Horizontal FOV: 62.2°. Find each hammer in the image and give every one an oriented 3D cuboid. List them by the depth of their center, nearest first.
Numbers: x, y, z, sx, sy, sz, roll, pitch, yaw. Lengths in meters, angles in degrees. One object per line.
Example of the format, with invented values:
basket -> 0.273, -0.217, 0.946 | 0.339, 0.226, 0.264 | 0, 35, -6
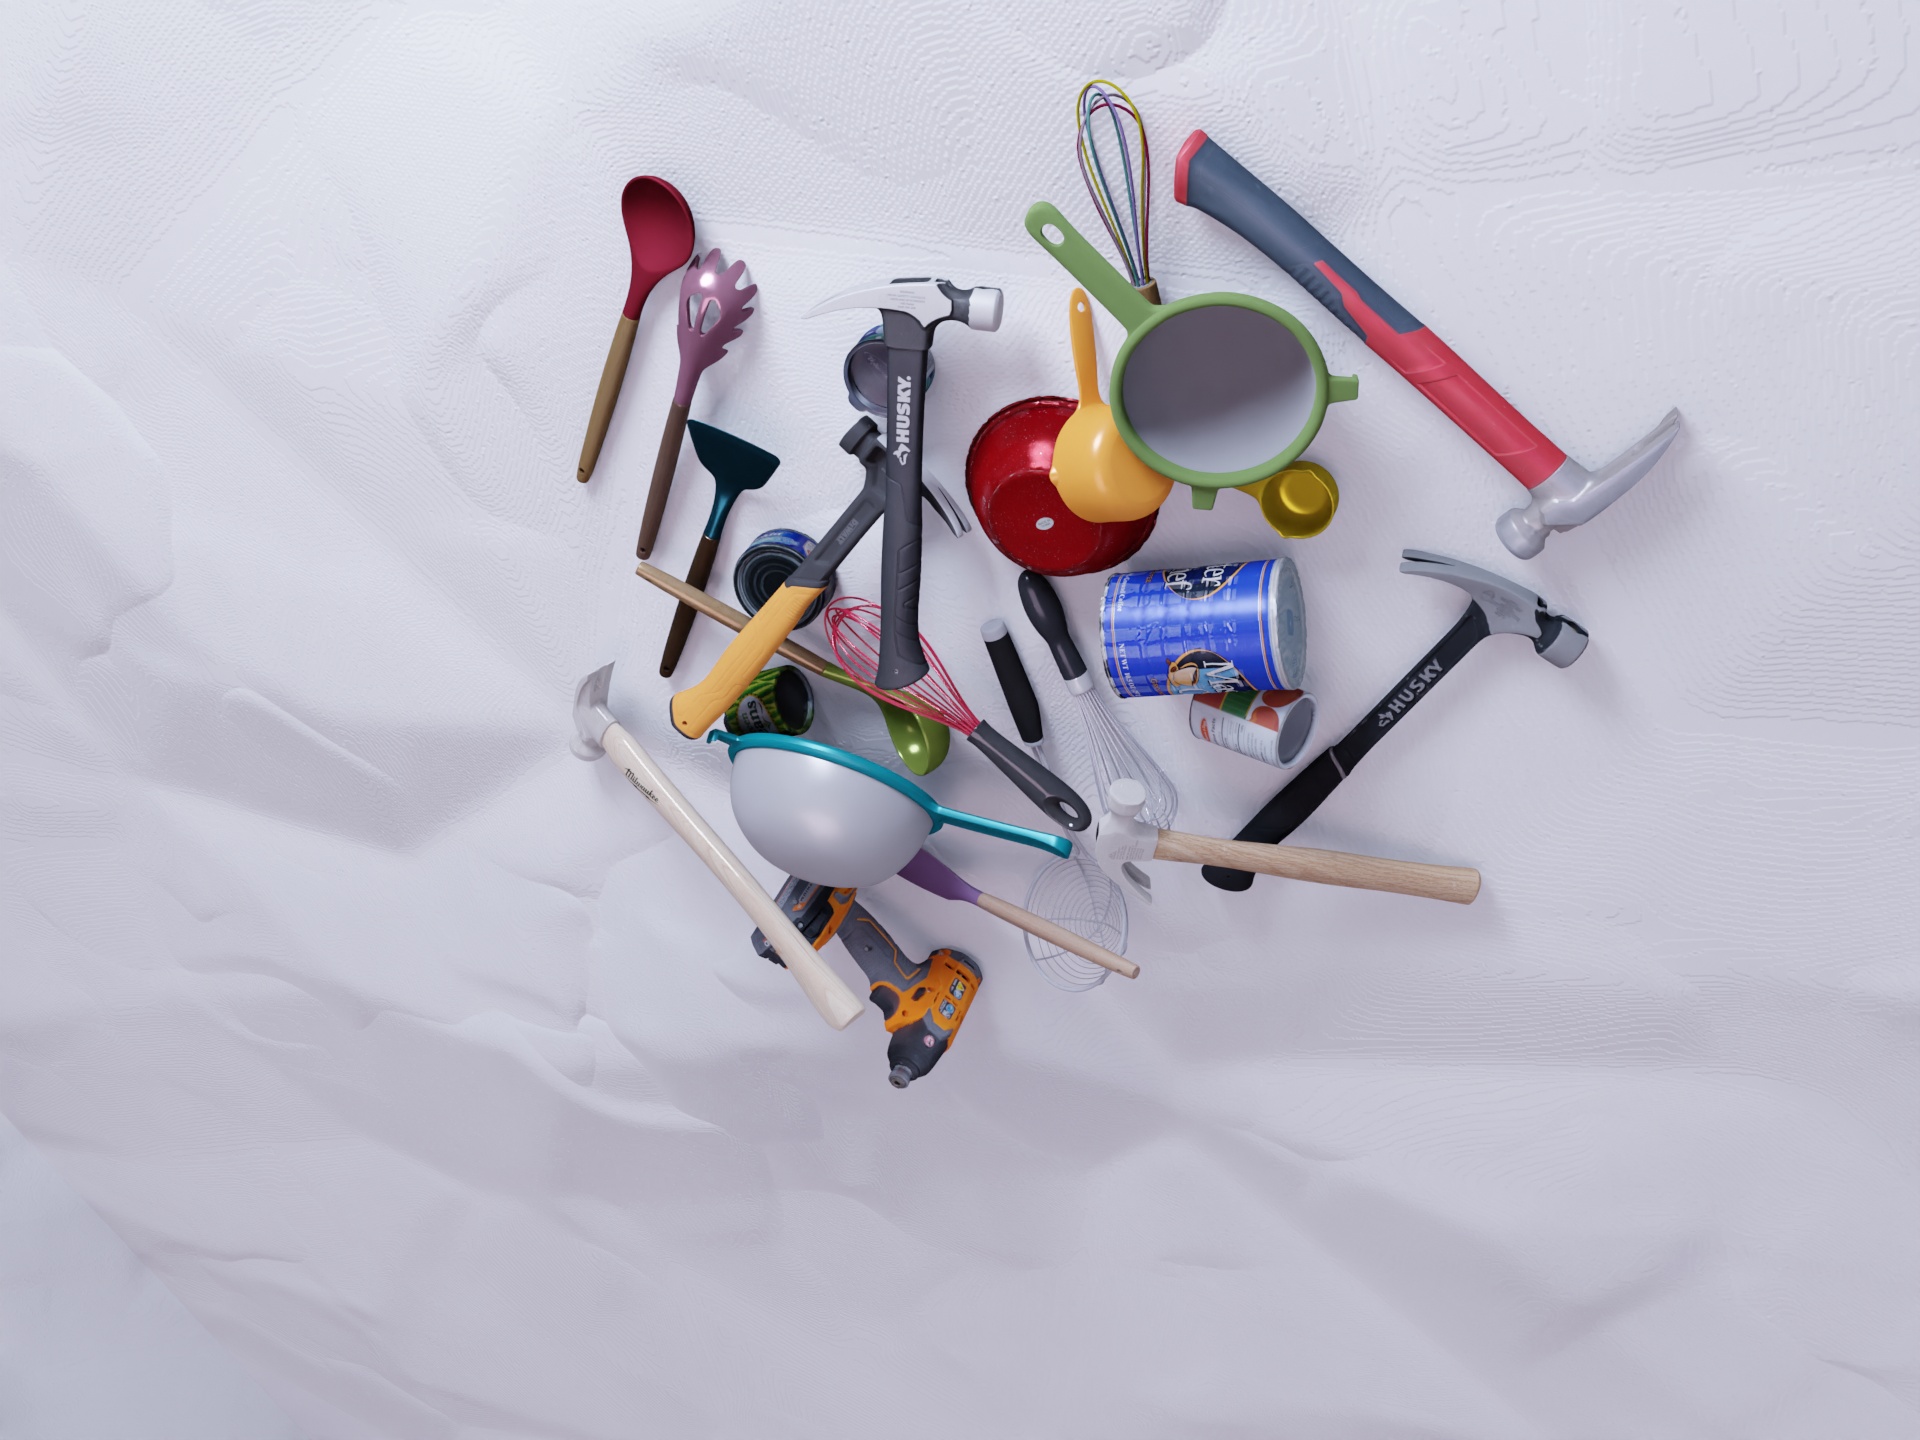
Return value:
hammer -> 0.306, -0.274, 1.084 | 0.386, 0.038, 0.143 | 38, 130, -10
hammer -> -0.050, -0.176, 1.235 | 0.146, 0.035, 0.334 | 8, 119, 9
hammer -> 0.320, 0.021, 1.317 | 0.149, 0.036, 0.408 | 33, 132, -4
hammer -> -0.137, -0.095, 1.344 | 0.127, 0.034, 0.336 | 44, 117, 0
hammer -> 0.280, 0.123, 1.371 | 0.331, 0.031, 0.130 | 8, 136, -1
hammer -> -0.230, 0.122, 1.497 | 0.411, 0.038, 0.146 | 47, 146, 13

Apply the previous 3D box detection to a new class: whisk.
whisk -> 0.124, -0.326, 1.114 | 0.047, 0.051, 0.244 | -6, 127, 19
whisk -> 0.114, -0.007, 1.366 | 0.070, 0.070, 0.284 | -14, 116, 30
whisk -> -0.002, -0.004, 1.375 | 0.296, 0.073, 0.073 | 40, 131, 3

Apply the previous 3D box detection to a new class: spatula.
spatula -> -0.231, -0.140, 1.403 | 0.082, 0.044, 0.317 | 23, 133, -5
spatula -> 0.039, 0.175, 1.485 | 0.316, 0.018, 0.059 | 22, 137, 39

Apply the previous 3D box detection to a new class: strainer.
strainer -> 0.144, -0.275, 1.106 | 0.256, 0.069, 0.151 | 39, 127, -18
strainer -> -0.070, 0.110, 1.435 | 0.340, 0.095, 0.210 | 13, 160, 22

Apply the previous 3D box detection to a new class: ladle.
ladle -> -0.274, -0.309, 1.296 | 0.069, 0.031, 0.315 | 36, 134, 5
ladle -> -0.150, -0.049, 1.417 | 0.320, 0.062, 0.078 | 29, 155, -8

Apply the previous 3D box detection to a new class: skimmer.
skimmer -> 0.066, 0.082, 1.430 | 0.127, 0.090, 0.363 | 12, 134, 45

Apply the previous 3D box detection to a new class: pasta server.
pasta server -> -0.234, -0.251, 1.329 | 0.060, 0.040, 0.316 | 27, 136, 0

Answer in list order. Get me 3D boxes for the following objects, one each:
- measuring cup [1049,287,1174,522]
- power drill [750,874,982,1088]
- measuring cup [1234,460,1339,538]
measuring cup -> 0.111, -0.230, 1.163 | 0.052, 0.095, 0.173 | 14, 118, 55
power drill -> -0.093, 0.251, 1.583 | 0.226, 0.164, 0.084 | 41, 132, -10
measuring cup -> 0.213, -0.189, 1.204 | 0.156, 0.029, 0.062 | 28, 133, 15
